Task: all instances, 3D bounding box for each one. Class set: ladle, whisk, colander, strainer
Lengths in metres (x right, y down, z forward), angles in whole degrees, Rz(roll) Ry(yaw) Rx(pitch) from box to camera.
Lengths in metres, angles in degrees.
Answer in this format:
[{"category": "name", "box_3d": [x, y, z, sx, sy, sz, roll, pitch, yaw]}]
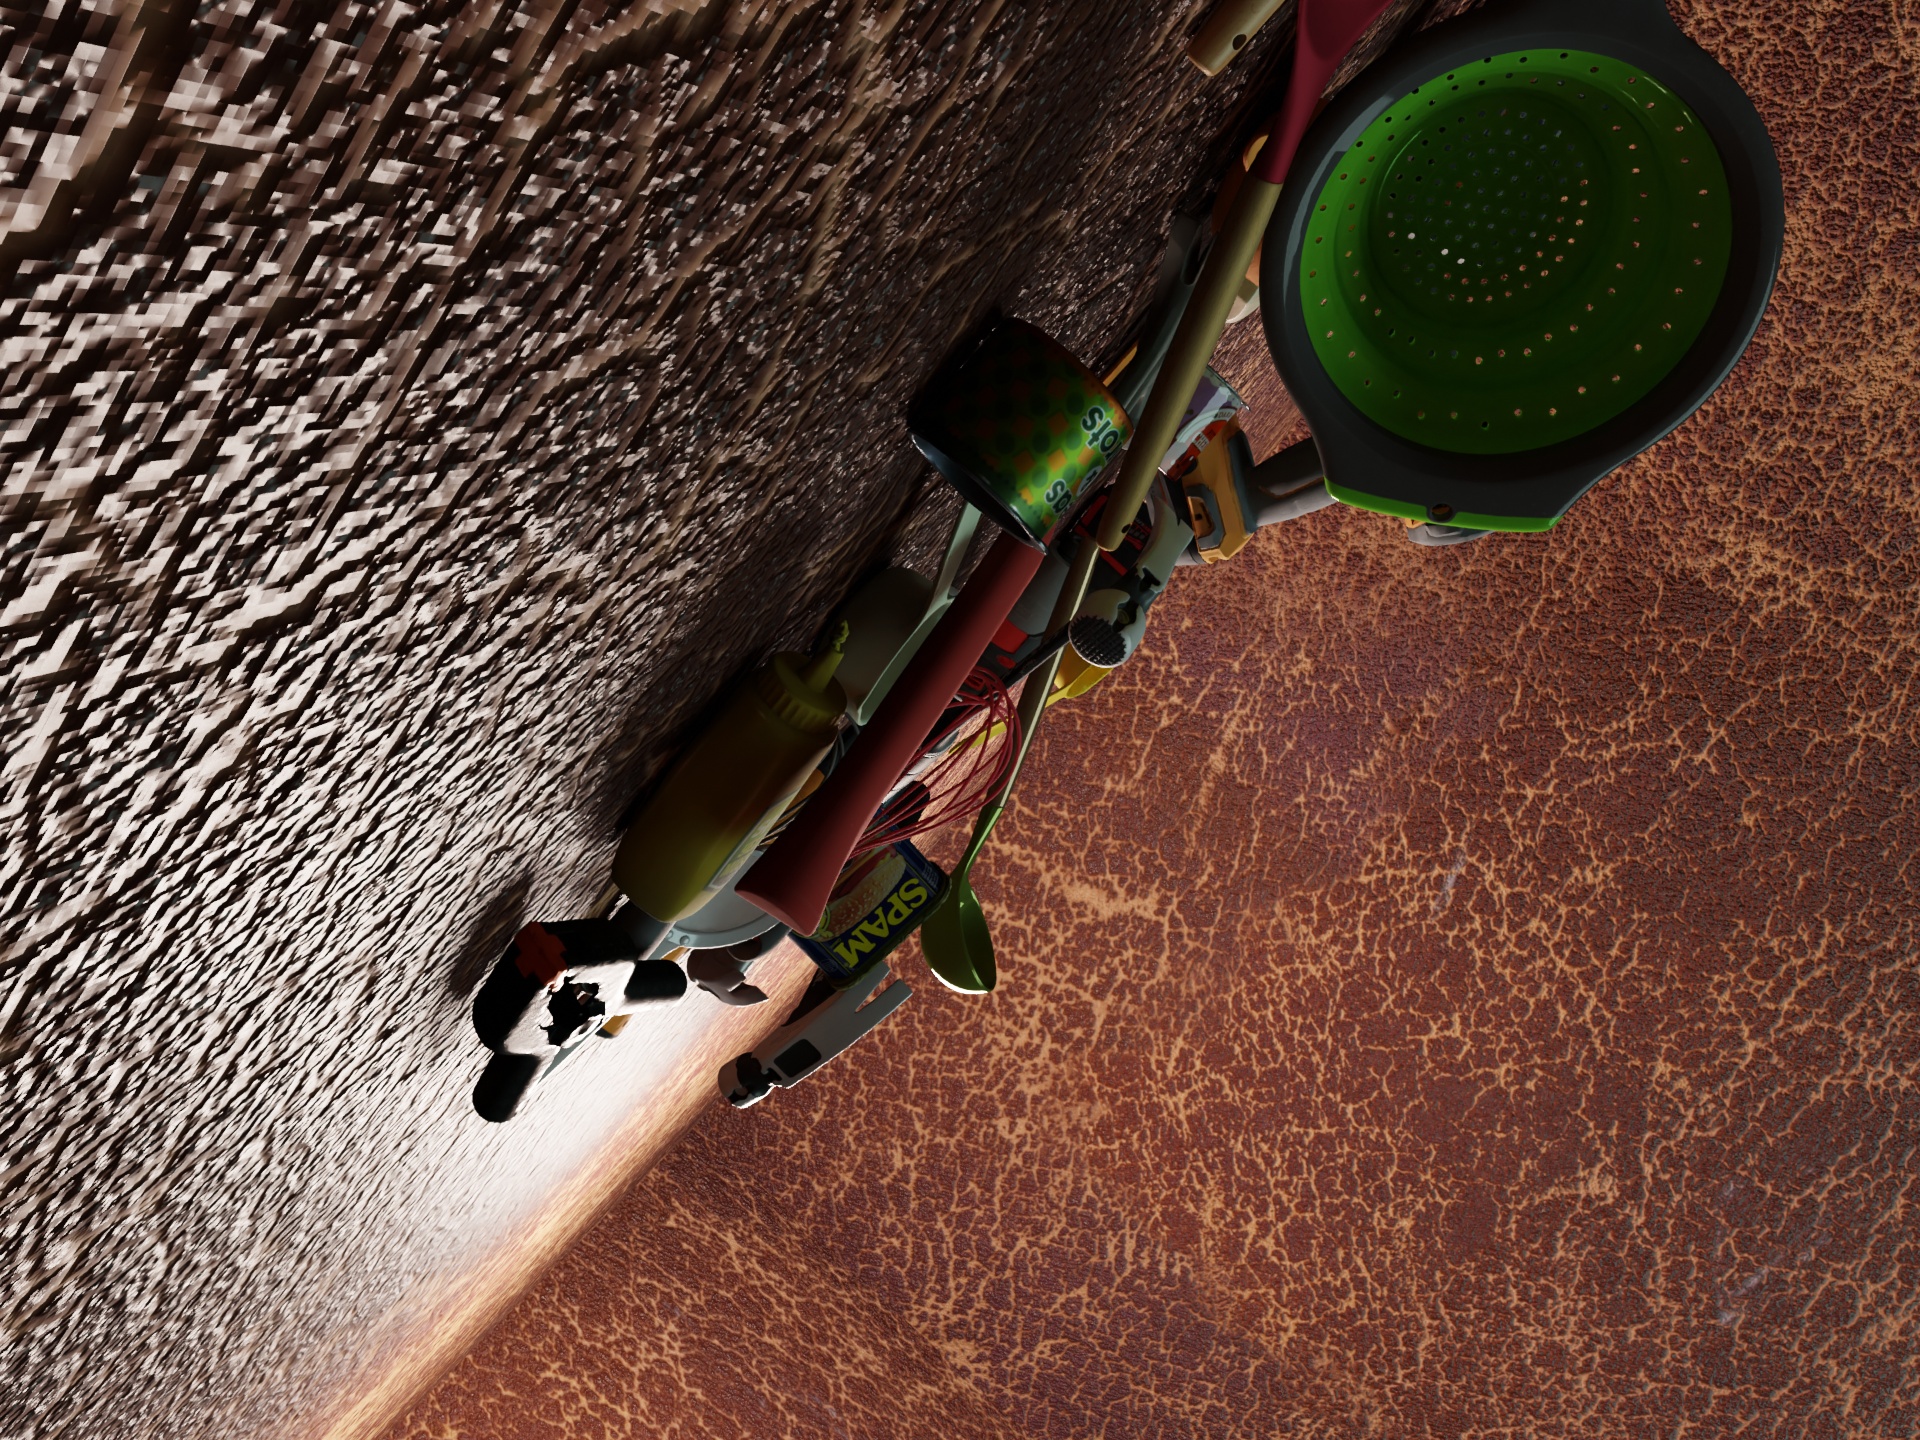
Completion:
[{"category": "ladle", "box_3d": [0.043, 0.034, 1.041, 0.078, 0.062, 0.320, -63, 173, -73]}, {"category": "whisk", "box_3d": [-0.059, 0.063, 0.866, 0.295, 0.073, 0.073, -44, 179, 42]}, {"category": "colander", "box_3d": [0.240, -0.273, 0.638, 0.095, 0.204, 0.396, -76, 174, -55]}, {"category": "whisk", "box_3d": [-0.128, 0.070, 0.792, 0.239, 0.055, 0.055, -46, 177, 31]}, {"category": "ladle", "box_3d": [0.113, -0.193, 0.635, 0.069, 0.031, 0.315, -18, 144, -38]}, {"category": "strainer", "box_3d": [-0.179, 0.134, 0.883, 0.258, 0.050, 0.086, -43, 135, 15]}]

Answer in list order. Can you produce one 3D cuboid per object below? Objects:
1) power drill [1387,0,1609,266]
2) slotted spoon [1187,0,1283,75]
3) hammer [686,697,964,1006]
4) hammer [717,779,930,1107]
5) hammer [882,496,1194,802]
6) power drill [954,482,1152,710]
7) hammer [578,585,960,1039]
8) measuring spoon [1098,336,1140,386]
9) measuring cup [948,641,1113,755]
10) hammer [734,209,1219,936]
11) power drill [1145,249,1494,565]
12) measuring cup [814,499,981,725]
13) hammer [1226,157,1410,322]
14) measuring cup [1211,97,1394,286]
[{"category": "power drill", "box_3d": [0.312, -0.351, 0.945, 0.164, 0.084, 0.227, -59, -175, 40]}, {"category": "slotted spoon", "box_3d": [0.181, -0.328, 0.485, 0.313, 0.031, 0.070, -47, 148, 19]}, {"category": "hammer", "box_3d": [-0.056, 0.056, 1.198, 0.386, 0.038, 0.143, -49, -167, -18]}, {"category": "hammer", "box_3d": [-0.069, 0.137, 1.156, 0.146, 0.035, 0.335, -35, -165, 26]}, {"category": "hammer", "box_3d": [-0.002, -0.003, 0.995, 0.409, 0.036, 0.149, -38, -168, 46]}, {"category": "power drill", "box_3d": [0.075, -0.095, 1.147, 0.143, 0.078, 0.220, -51, 171, 31]}, {"category": "hammer", "box_3d": [-0.105, 0.055, 0.943, 0.337, 0.034, 0.127, -48, 176, -6]}, {"category": "measuring spoon", "box_3d": [0.081, -0.190, 0.836, 0.117, 0.011, 0.021, -46, 176, 16]}, {"category": "measuring cup", "box_3d": [0.048, -0.022, 1.076, 0.156, 0.029, 0.062, -29, 163, -25]}, {"category": "hammer", "box_3d": [0.016, -0.063, 0.702, 0.359, 0.037, 0.149, -56, 172, -25]}, {"category": "power drill", "box_3d": [0.227, -0.197, 1.035, 0.226, 0.185, 0.084, -5, -158, 33]}, {"category": "measuring cup", "box_3d": [-0.025, -0.065, 0.725, 0.083, 0.038, 0.167, -46, 169, -40]}, {"category": "hammer", "box_3d": [0.242, -0.323, 1.045, 0.146, 0.038, 0.411, -53, 173, 31]}, {"category": "measuring cup", "box_3d": [0.139, -0.244, 0.708, 0.095, 0.052, 0.173, -55, 159, 19]}]
